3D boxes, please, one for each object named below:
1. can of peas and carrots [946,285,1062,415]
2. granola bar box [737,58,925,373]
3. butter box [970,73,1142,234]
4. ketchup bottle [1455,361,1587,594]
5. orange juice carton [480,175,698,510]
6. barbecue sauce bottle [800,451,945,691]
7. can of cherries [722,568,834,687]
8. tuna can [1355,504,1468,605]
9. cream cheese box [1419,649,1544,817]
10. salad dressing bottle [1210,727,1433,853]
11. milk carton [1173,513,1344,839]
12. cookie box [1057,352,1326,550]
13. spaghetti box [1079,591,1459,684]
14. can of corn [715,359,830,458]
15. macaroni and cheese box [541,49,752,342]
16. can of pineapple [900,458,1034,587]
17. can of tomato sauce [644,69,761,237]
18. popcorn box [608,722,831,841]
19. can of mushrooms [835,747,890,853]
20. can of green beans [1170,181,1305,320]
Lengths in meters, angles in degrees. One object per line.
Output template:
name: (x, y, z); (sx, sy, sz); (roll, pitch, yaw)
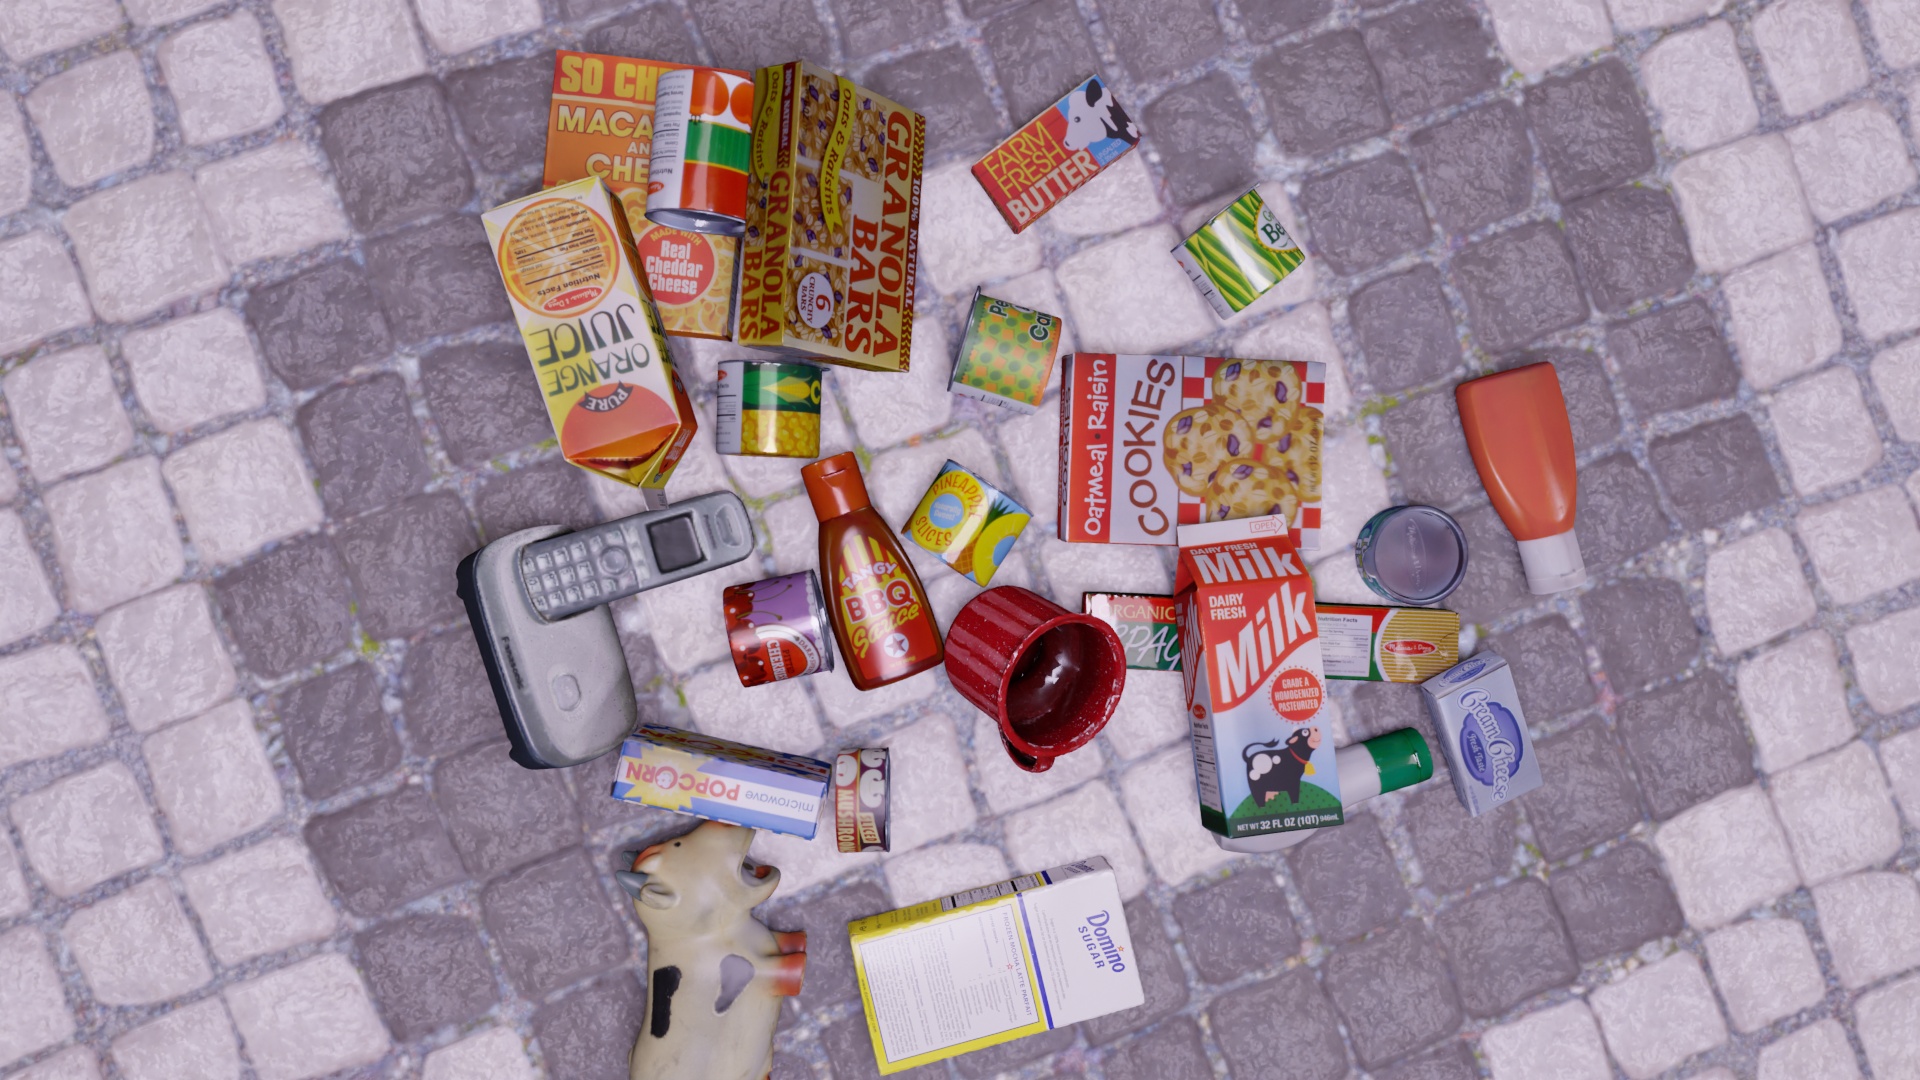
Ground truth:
can of peas and carrots: (0.029, -0.120, 0.883); (0.059, 0.071, 0.071); (16, 90, -4)
granola bar box: (-0.077, -0.192, 0.852); (0.039, 0.124, 0.165); (4, 90, 35)
butter box: (0.062, -0.251, 0.906); (0.103, 0.024, 0.053); (-37, 92, -3)
ketchup bottle: (0.377, -0.040, 0.918); (0.065, 0.043, 0.148); (-16, 92, -2)
orange juice carton: (-0.211, -0.109, 0.828); (0.073, 0.072, 0.192); (-19, 93, -3)
barbecue sauce bottle: (-0.062, 0.018, 0.891); (0.065, 0.043, 0.148); (-19, 91, -11)
can of cherries: (-0.114, 0.057, 0.874); (0.058, 0.071, 0.071); (-11, 91, -3)
tuna can: (0.295, 0.010, 0.919); (0.071, 0.033, 0.071); (0, 90, -4)
cream cheese box: (0.343, 0.128, 0.911); (0.053, 0.024, 0.103); (-26, 112, -3)
salad dressing bottle: (0.234, 0.161, 0.911); (0.148, 0.044, 0.064); (-16, 87, -4)
milk carton: (0.179, 0.081, 0.858); (0.072, 0.073, 0.190); (-6, 84, -4)
cookie box: (0.149, -0.057, 0.906); (0.167, 0.040, 0.123); (2, 90, -5)
spaghetti box: (0.202, 0.064, 0.915); (0.250, 0.028, 0.050); (3, 90, -4)
can of corn: (-0.118, -0.082, 0.876); (0.071, 0.071, 0.058); (2, 92, -4)
macaroni and cheese box: (-0.200, -0.216, 0.882); (0.124, 0.040, 0.166); (6, 91, -4)
can of pineapple: (0.003, -0.011, 0.882); (0.071, 0.071, 0.058); (33, 89, -3)
can of tomato sauce: (-0.150, -0.230, 0.832); (0.071, 0.071, 0.083); (5, 90, -4)
popcorn box: (-0.145, 0.149, 0.866); (0.127, 0.085, 0.038); (13, 89, -3)
can of mushrooms: (-0.061, 0.166, 0.879); (0.033, 0.071, 0.071); (0, 91, -2)
can of green beans: (0.178, -0.184, 0.893); (0.071, 0.071, 0.058); (-38, 93, -2)
